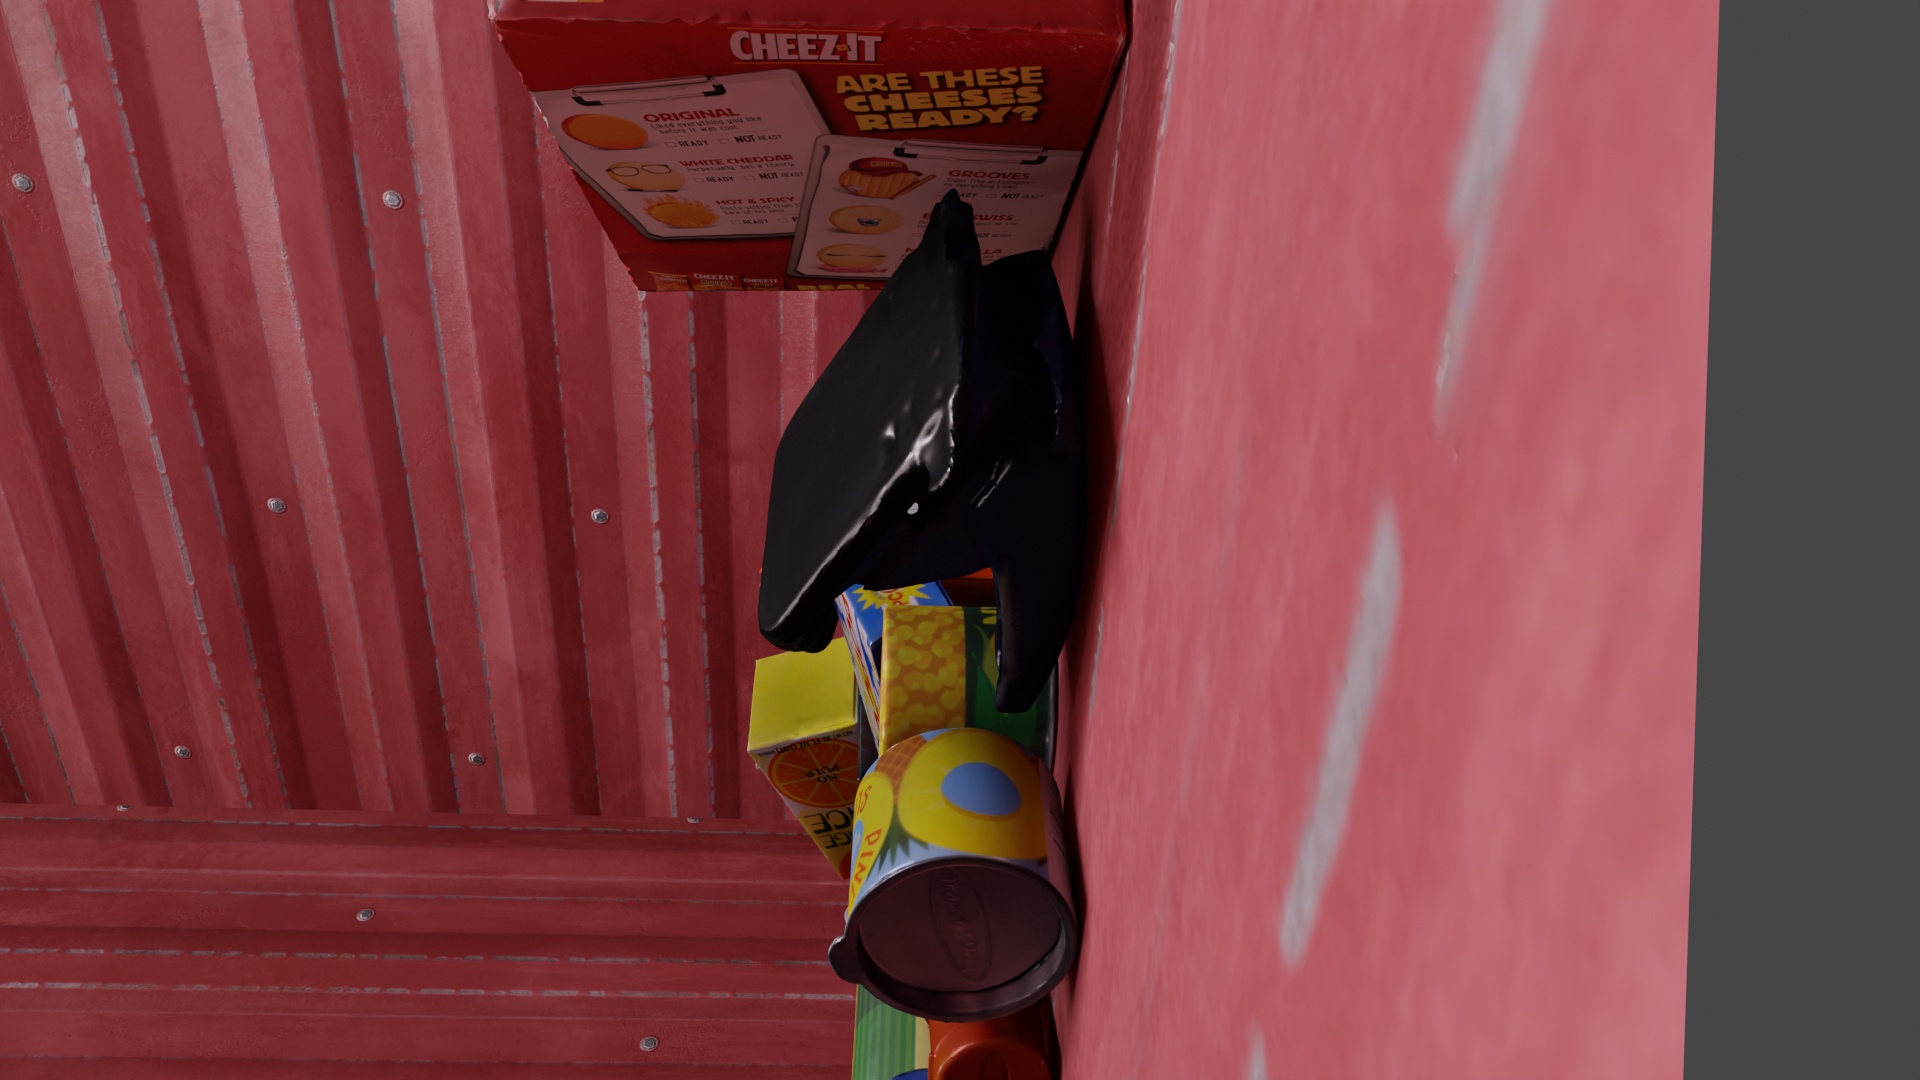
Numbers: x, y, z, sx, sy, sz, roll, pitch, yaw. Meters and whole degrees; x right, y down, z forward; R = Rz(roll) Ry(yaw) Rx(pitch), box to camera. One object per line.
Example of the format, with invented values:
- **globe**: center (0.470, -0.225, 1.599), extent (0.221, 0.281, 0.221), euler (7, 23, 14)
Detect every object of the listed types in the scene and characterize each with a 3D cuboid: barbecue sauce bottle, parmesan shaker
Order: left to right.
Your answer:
- **parmesan shaker**: center (-0.014, 0.227, 0.624), extent (0.103, 0.071, 0.071), euler (-92, 5, -60)
- **barbecue sauce bottle**: center (0.006, 0.144, 0.493), extent (0.149, 0.044, 0.064), euler (-99, 11, -71)

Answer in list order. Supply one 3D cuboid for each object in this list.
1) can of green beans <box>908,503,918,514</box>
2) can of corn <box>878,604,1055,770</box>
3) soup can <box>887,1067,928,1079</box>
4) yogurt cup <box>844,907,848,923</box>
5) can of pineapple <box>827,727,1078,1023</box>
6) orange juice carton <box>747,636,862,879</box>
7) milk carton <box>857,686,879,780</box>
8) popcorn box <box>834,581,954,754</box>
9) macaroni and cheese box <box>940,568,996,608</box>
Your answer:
- **can of green beans**: center (-0.028, 0.014, 0.993), extent (0.058, 0.071, 0.070), euler (-91, 4, -48)
- **can of corn**: center (0.001, 0.053, 0.492), extent (0.071, 0.058, 0.071), euler (-172, 84, -87)
- **soup can**: center (-0.013, 0.241, 0.512), extent (0.083, 0.071, 0.071), euler (129, 143, -85)
- **yogurt cup**: center (-0.011, 0.151, 0.628), extent (0.073, 0.072, 0.053), euler (-93, 14, -60)
- **can of pineapple**: center (-0.002, 0.098, 0.414), extent (0.058, 0.071, 0.070), euler (-93, 5, -59)
- **orange juice carton**: center (-0.063, 0.154, 0.898), extent (0.073, 0.072, 0.191), euler (-93, -17, -47)
- **milk carton**: center (-0.023, 0.047, 0.821), extent (0.191, 0.072, 0.073), euler (-91, 4, -50)
- **popcorn box**: center (-0.019, 0.064, 0.588), extent (0.085, 0.038, 0.126), euler (-127, 20, -56)
- **macaroni and cheese box**: center (0.002, -0.008, 0.675), extent (0.165, 0.040, 0.124), euler (98, 172, -67)
